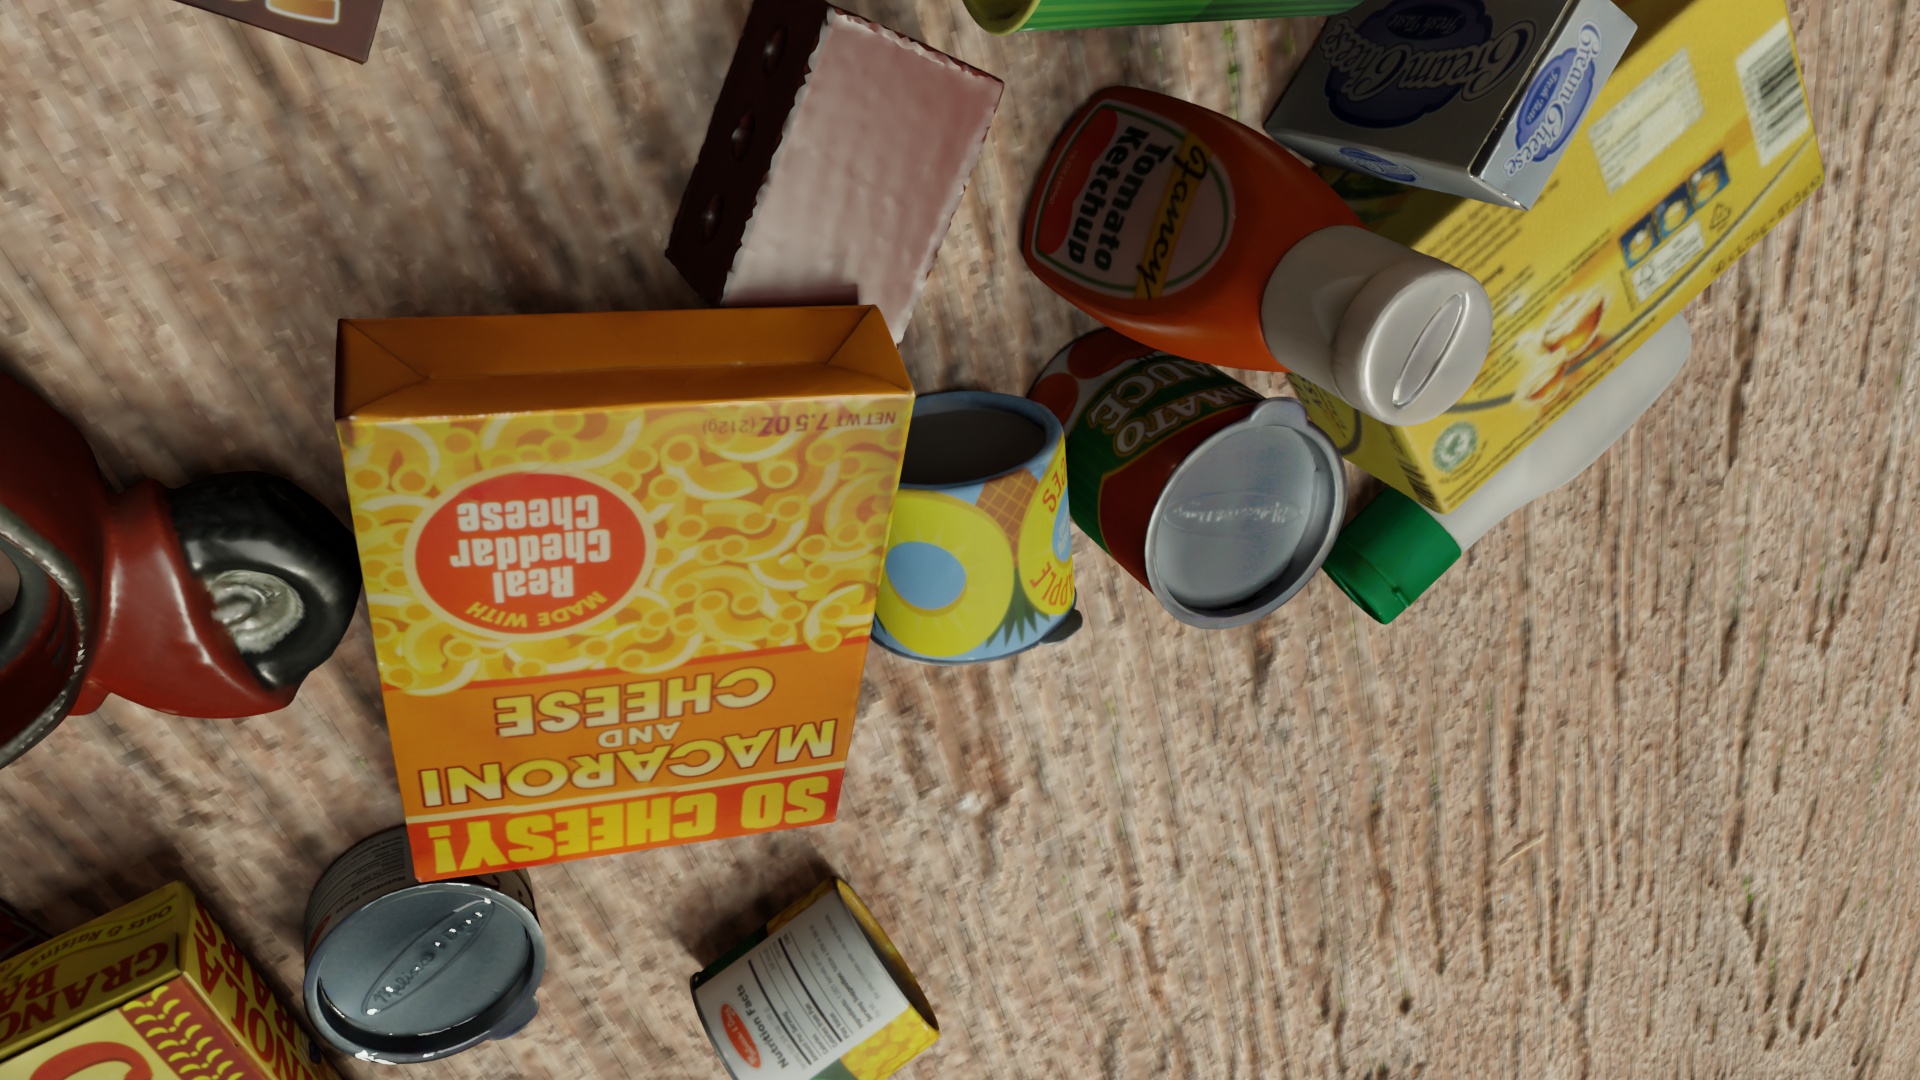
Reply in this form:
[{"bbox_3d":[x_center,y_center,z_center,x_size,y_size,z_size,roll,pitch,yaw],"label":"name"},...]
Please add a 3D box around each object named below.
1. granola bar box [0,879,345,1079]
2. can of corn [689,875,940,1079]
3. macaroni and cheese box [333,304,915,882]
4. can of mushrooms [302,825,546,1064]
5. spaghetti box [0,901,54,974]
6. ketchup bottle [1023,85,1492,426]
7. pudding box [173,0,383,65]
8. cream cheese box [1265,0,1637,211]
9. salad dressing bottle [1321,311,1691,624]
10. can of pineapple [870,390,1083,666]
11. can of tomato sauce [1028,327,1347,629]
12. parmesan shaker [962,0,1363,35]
[{"bbox_3d":[-0.228,0.186,0.376,0.124,0.039,0.164,-25,124,-13],"label":"granola bar box"},{"bbox_3d":[-0.048,0.158,0.471,0.058,0.071,0.071,-35,125,-6],"label":"can of corn"},{"bbox_3d":[-0.086,0.018,0.364,0.124,0.040,0.165,-5,135,-19],"label":"macaroni and cheese box"},{"bbox_3d":[-0.159,0.121,0.416,0.071,0.033,0.070,-11,119,-21],"label":"can of mushrooms"},{"bbox_3d":[-0.271,0.120,0.364,0.050,0.029,0.249,-35,125,-7],"label":"spaghetti box"},{"bbox_3d":[0.071,-0.073,0.358,0.043,0.149,0.064,17,107,-33],"label":"ketchup bottle"},{"bbox_3d":[-0.138,-0.149,0.289,0.050,0.030,0.083,14,108,-30],"label":"pudding box"},{"bbox_3d":[0.131,-0.127,0.386,0.024,0.104,0.053,24,102,-26],"label":"cream cheese box"},{"bbox_3d":[0.194,-0.033,0.504,0.147,0.044,0.064,-45,128,2],"label":"salad dressing bottle"},{"bbox_3d":[0.001,-0.005,0.408,0.071,0.071,0.057,-17,121,-17],"label":"can of pineapple"},{"bbox_3d":[0.064,-0.023,0.420,0.071,0.083,0.070,-11,119,-21],"label":"can of tomato sauce"},{"bbox_3d":[0.055,-0.168,0.352,0.103,0.071,0.071,-11,120,-21],"label":"parmesan shaker"}]
